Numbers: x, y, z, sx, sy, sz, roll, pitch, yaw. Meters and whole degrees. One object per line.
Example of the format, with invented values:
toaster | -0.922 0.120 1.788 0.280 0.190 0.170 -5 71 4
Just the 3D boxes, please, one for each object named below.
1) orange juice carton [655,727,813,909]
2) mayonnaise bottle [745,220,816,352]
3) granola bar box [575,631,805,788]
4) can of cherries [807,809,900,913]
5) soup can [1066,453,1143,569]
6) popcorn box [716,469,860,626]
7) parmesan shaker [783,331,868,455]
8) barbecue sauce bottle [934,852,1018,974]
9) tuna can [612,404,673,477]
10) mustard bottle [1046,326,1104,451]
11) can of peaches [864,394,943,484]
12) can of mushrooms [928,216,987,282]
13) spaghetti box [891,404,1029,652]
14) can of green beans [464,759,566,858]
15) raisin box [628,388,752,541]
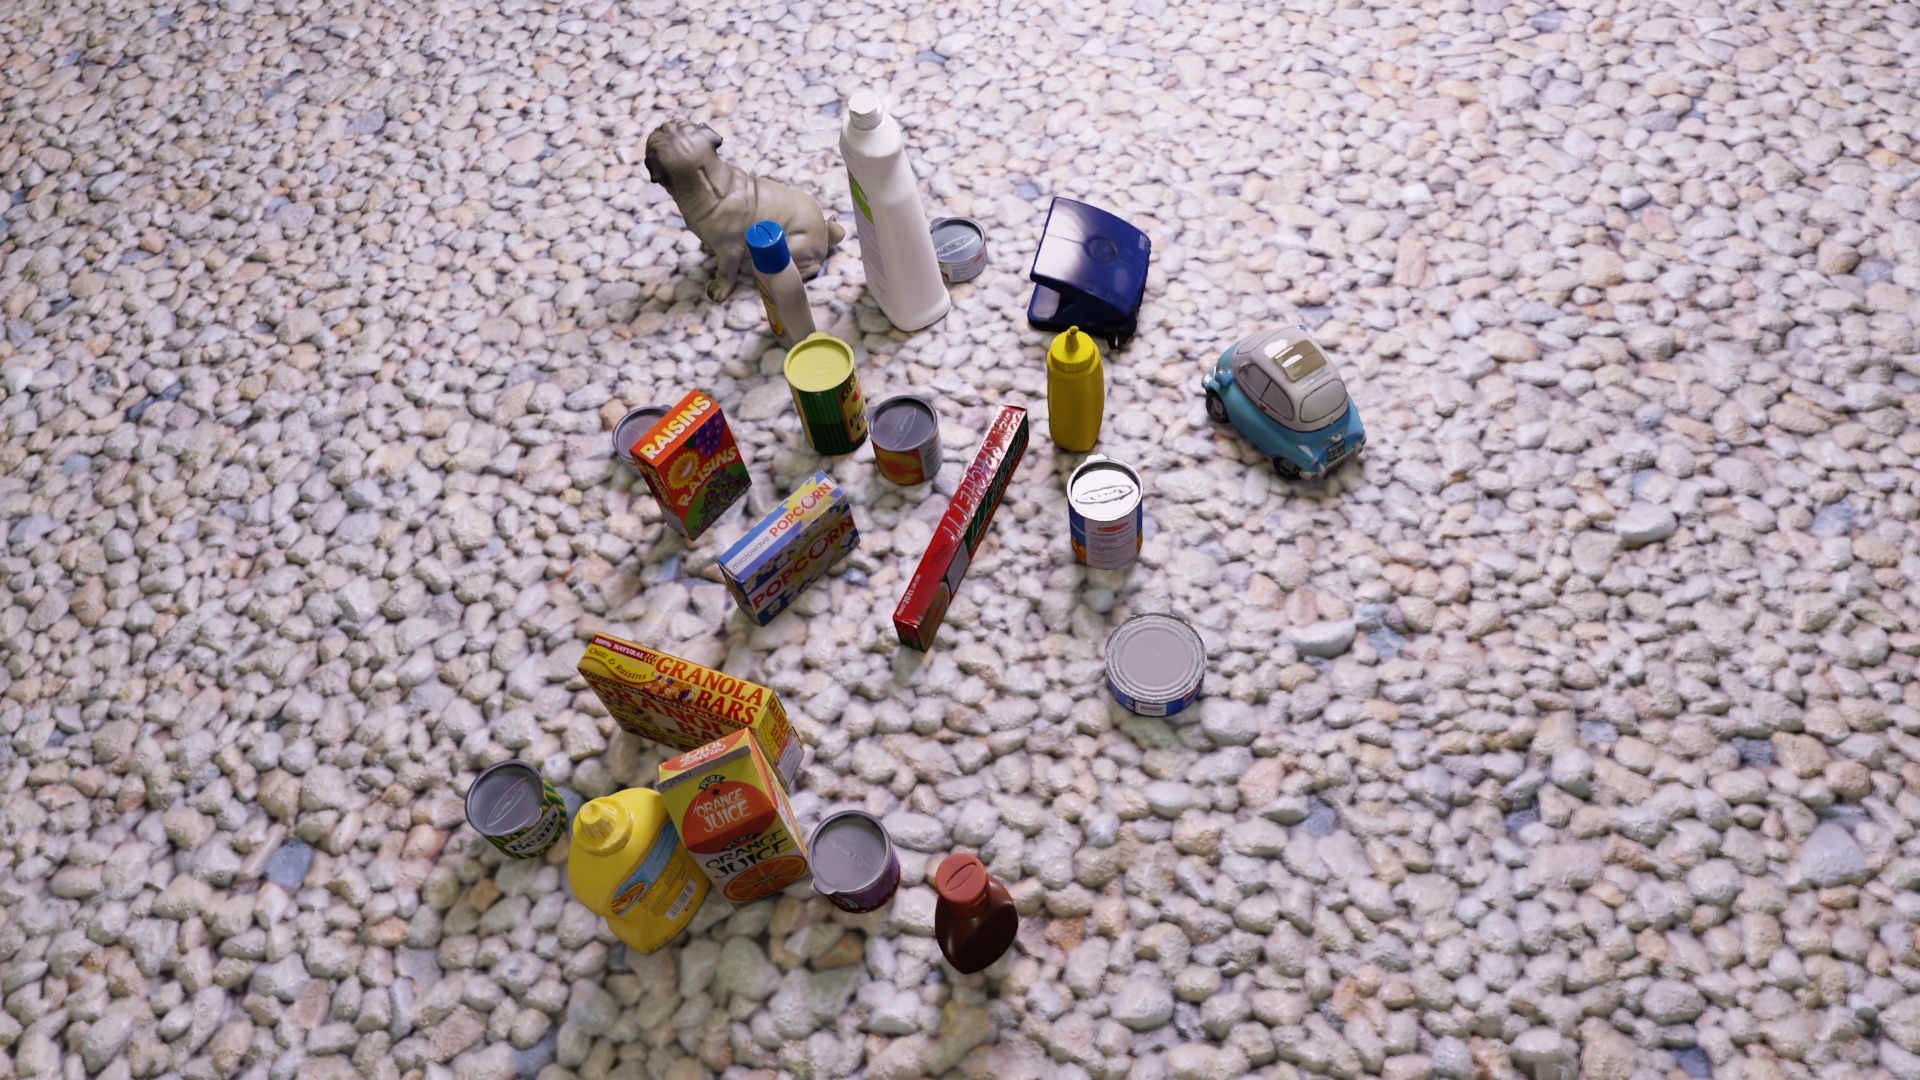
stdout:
orange juice carton | -0.172 0.207 1.057 0.072 0.191 0.073 -22 58 -7
mayonnaise bottle | -0.179 -0.252 1.376 0.041 0.147 0.065 -32 60 -12
granola bar box | -0.220 0.140 1.146 0.166 0.123 0.039 16 62 16
can of cherries | -0.085 0.256 1.095 0.071 0.058 0.072 -3 58 5
soup can | 0.128 -0.025 1.232 0.071 0.083 0.071 -3 58 5
popcorn box | -0.152 0.008 1.245 0.038 0.084 0.127 38 69 26
parmesan shaker | -0.125 -0.139 1.324 0.071 0.102 0.071 -3 58 5
barbecue sauce bottle | 0.008 0.272 1.021 0.065 0.147 0.044 -39 61 -16
tuna can | -0.303 -0.098 1.362 0.071 0.032 0.071 -3 58 5
mustard bottle | 0.104 -0.146 1.267 0.049 0.159 0.065 10 60 13
can of peaches | -0.053 -0.095 1.314 0.071 0.057 0.071 -3 58 5
can of mushrooms | -0.006 -0.306 1.456 0.071 0.033 0.071 -3 58 5
spaghetti box | 0.005 -0.016 1.261 0.029 0.050 0.251 17 61 17
can of green beans | -0.367 0.223 1.151 0.071 0.057 0.071 -3 58 5
raisin box | -0.247 -0.069 1.283 0.040 0.122 0.086 33 67 24
